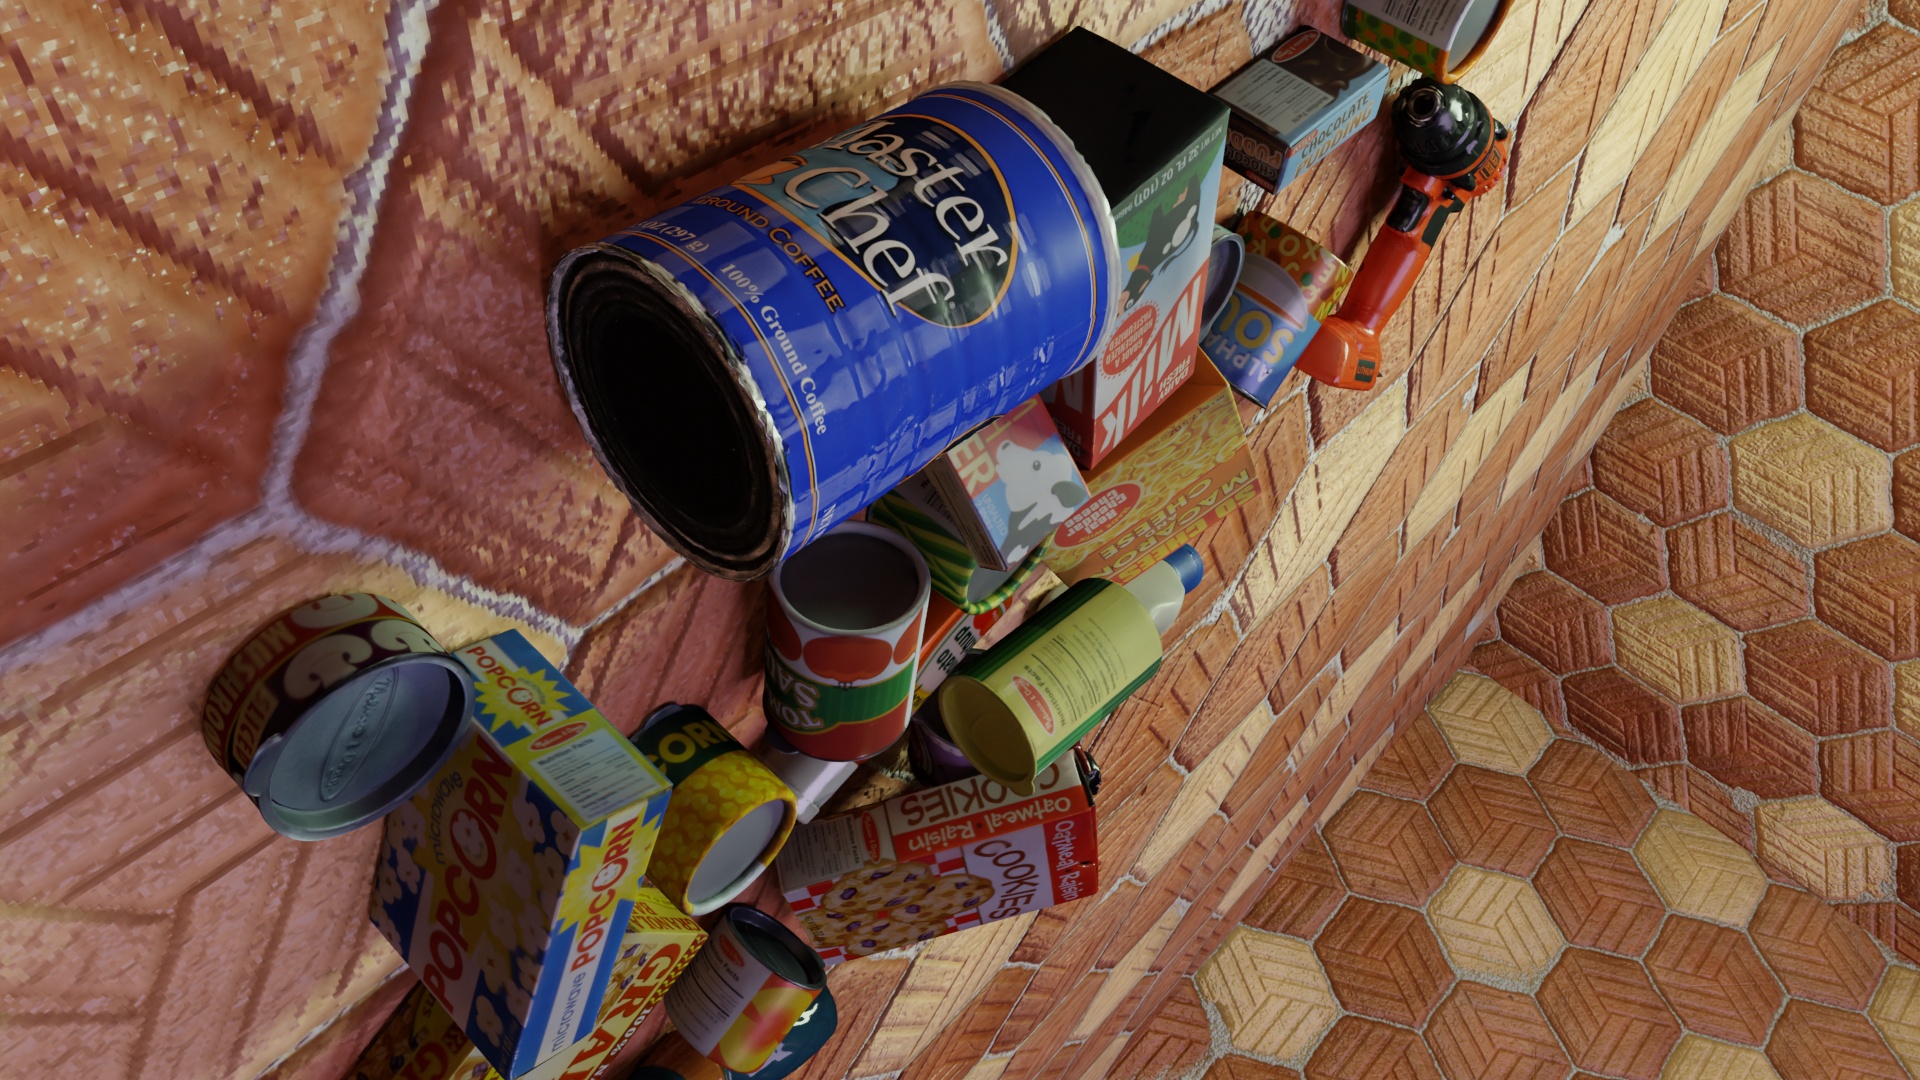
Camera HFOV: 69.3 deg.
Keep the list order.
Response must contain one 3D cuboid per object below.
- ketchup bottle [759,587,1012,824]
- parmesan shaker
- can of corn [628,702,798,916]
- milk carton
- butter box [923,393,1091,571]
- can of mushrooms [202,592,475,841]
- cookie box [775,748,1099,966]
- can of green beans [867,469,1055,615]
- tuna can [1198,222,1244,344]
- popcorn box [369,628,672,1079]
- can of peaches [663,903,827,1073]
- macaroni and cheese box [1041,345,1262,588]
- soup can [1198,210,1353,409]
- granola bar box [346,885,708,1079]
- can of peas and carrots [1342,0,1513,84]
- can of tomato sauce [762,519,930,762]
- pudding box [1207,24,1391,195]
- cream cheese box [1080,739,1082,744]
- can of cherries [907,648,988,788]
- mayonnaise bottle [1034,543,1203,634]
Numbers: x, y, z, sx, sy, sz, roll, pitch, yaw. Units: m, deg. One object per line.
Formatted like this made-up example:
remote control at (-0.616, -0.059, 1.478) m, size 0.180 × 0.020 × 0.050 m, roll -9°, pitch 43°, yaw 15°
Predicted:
ketchup bottle at (-0.038, 0.068, 0.668) m, size 0.149 × 0.043 × 0.064 m, roll -48°, pitch 163°, yaw -10°
parmesan shaker at (0.049, 0.074, 0.717) m, size 0.103 × 0.071 × 0.071 m, roll -34°, pitch 150°, yaw -33°
can of corn at (-0.110, 0.111, 0.577) m, size 0.071 × 0.058 × 0.070 m, roll -41°, pitch 154°, yaw -25°
milk carton at (0.050, -0.098, 0.562) m, size 0.072 × 0.073 × 0.189 m, roll -43°, pitch 155°, yaw -21°
butter box at (0.008, -0.044, 0.551) m, size 0.053 × 0.024 × 0.103 m, roll -40°, pitch 114°, yaw -25°
can of mushrooms at (-0.179, 0.050, 0.398) m, size 0.071 × 0.033 × 0.070 m, roll -41°, pitch 154°, yaw -25°
cookie box at (-0.008, 0.179, 0.769) m, size 0.167 × 0.040 × 0.122 m, roll -14°, pitch 145°, yaw -3°
can of green beans at (0.002, -0.009, 0.617) m, size 0.071 × 0.058 × 0.071 m, roll -41°, pitch 154°, yaw -25°
tuna can at (0.105, -0.125, 0.677) m, size 0.071 × 0.033 × 0.070 m, roll -41°, pitch 154°, yaw -25°
popcorn box at (-0.150, 0.106, 0.464) m, size 0.038 × 0.085 × 0.126 m, roll -20°, pitch 140°, yaw -50°
can of peaches at (-0.112, 0.237, 0.734) m, size 0.058 × 0.071 × 0.071 m, roll -53°, pitch 156°, yaw 1°
macaroni and cheese box at (0.091, -0.031, 0.731) m, size 0.123 × 0.040 × 0.166 m, roll -35°, pitch 158°, yaw 6°
soup can at (0.155, -0.122, 0.730) m, size 0.083 × 0.071 × 0.071 m, roll -58°, pitch 156°, yaw 10°
granola bar box at (-0.198, 0.222, 0.594) m, size 0.165 × 0.039 × 0.124 m, roll -52°, pitch 156°, yaw -2°
can of peas and carrots at (0.232, -0.266, 0.681) m, size 0.071 × 0.059 × 0.070 m, roll -41°, pitch 154°, yaw -25°
can of tomato sauce at (-0.051, 0.043, 0.583) m, size 0.071 × 0.071 × 0.082 m, roll -35°, pitch 150°, yaw -35°
pudding box at (0.153, -0.200, 0.640) m, size 0.084 × 0.050 × 0.030 m, roll -40°, pitch 155°, yaw -27°
cream cheese box at (0.061, 0.126, 0.953) m, size 0.053 × 0.024 × 0.103 m, roll -40°, pitch 153°, yaw -23°
can of cherries at (0.002, 0.103, 0.767) m, size 0.072 × 0.071 × 0.058 m, roll -37°, pitch 153°, yaw -32°
mayonnaise bottle at (0.106, 0.039, 0.871) m, size 0.149 × 0.065 × 0.041 m, roll -27°, pitch 149°, yaw -51°
